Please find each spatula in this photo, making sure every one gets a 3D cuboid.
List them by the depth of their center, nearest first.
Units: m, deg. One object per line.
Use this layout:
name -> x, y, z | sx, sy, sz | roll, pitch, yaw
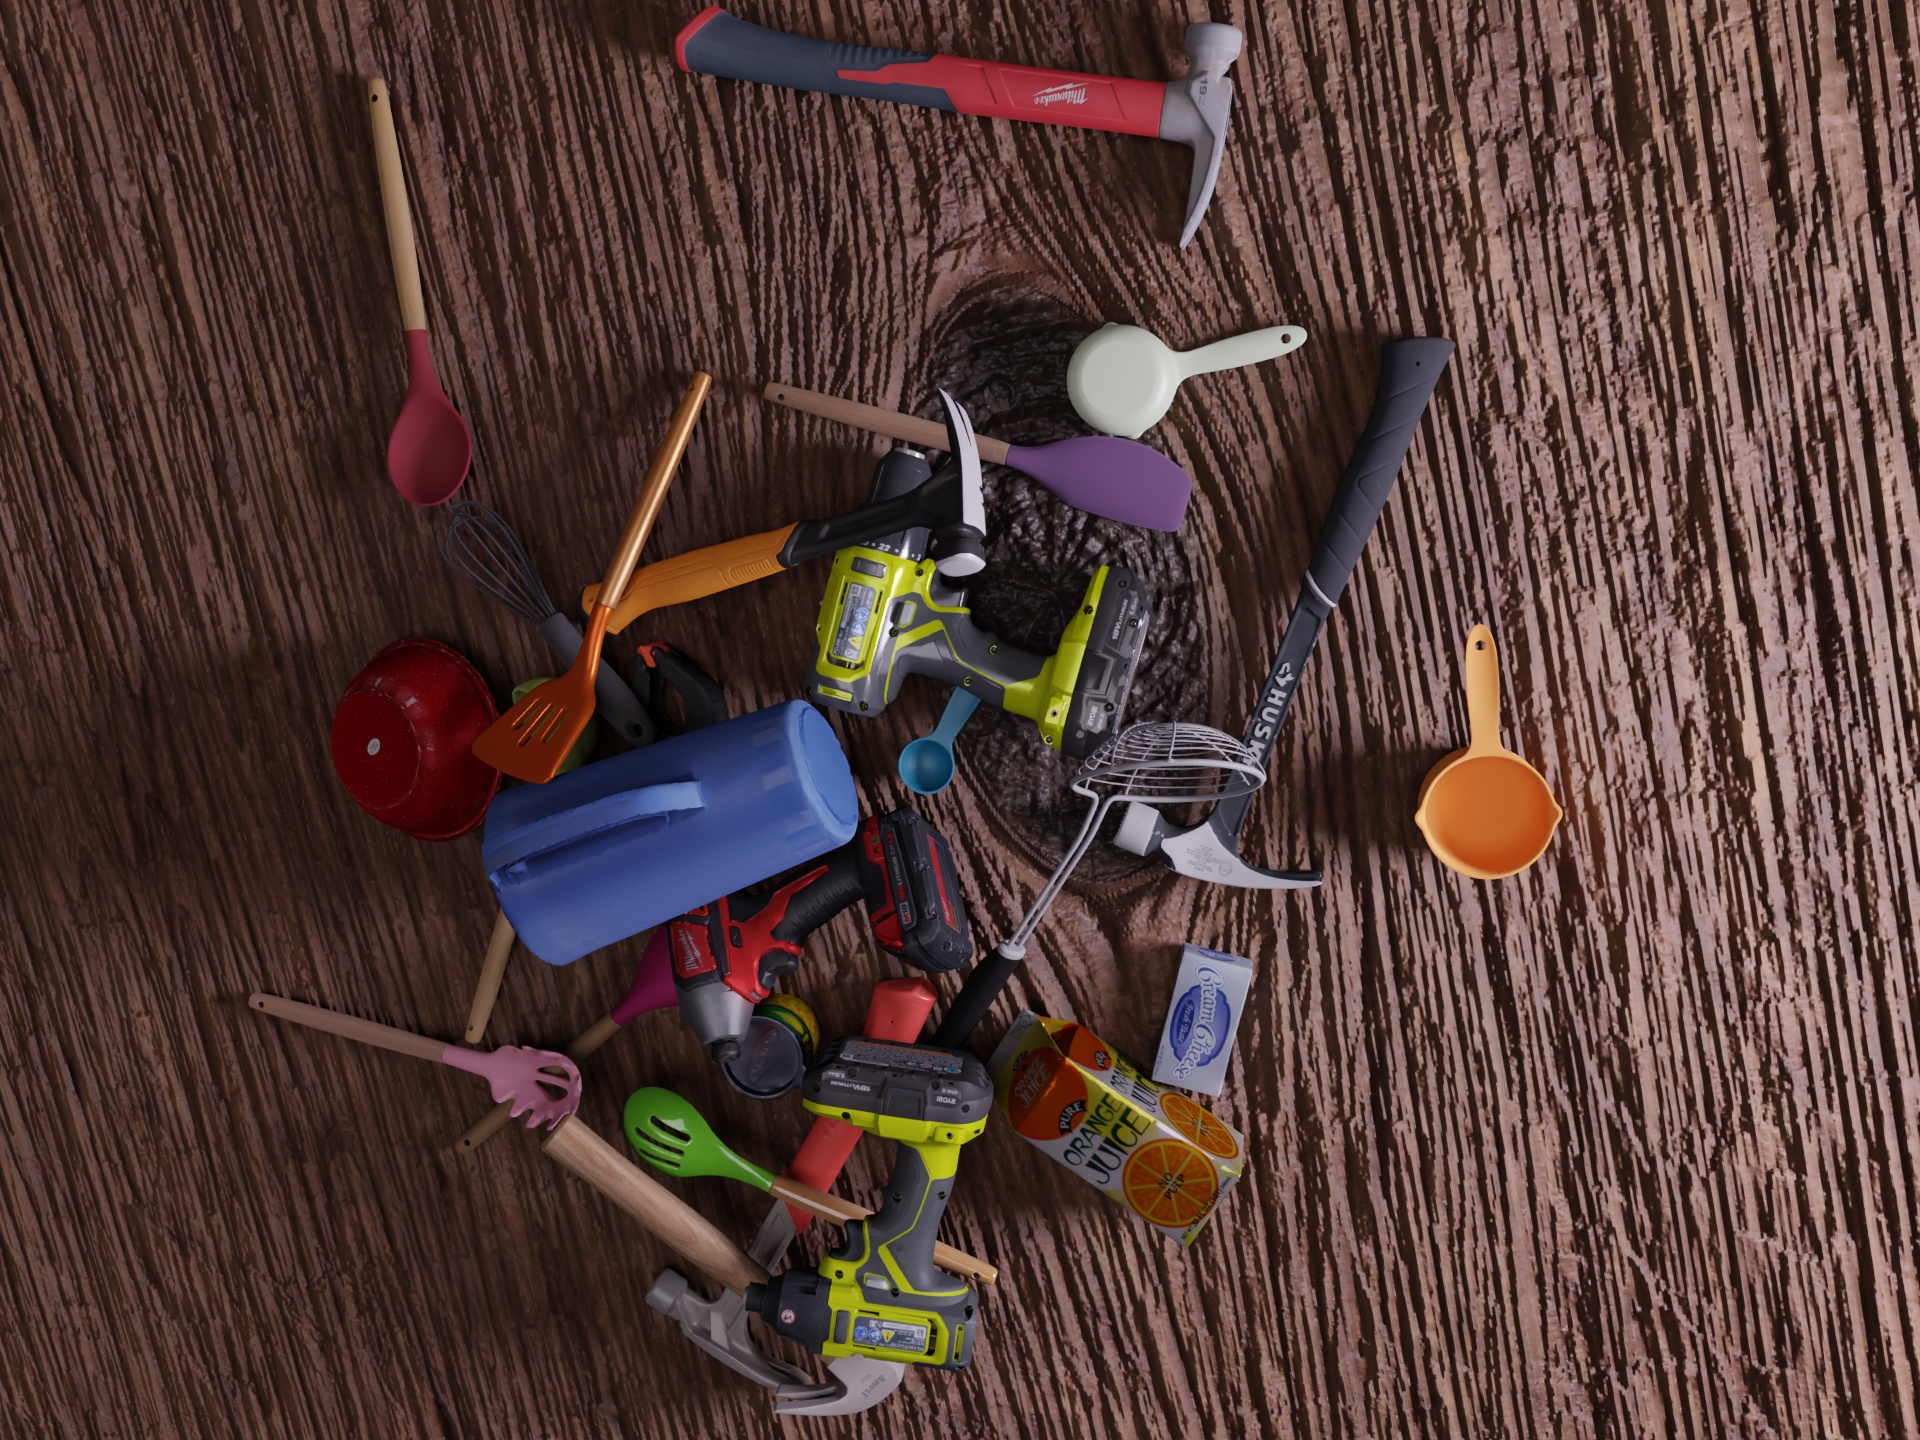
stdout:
spatula -> 0.010, -0.198, 1.135 | 0.316, 0.018, 0.059 | 16, 118, 8
spatula -> -0.253, -0.108, 1.149 | 0.081, 0.041, 0.322 | 20, 86, 29

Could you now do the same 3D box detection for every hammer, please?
hammer -> -0.011, -0.423, 1.094 | 0.386, 0.038, 0.143 | 11, 103, 9
hammer -> 0.247, -0.071, 1.105 | 0.149, 0.036, 0.409 | 22, 102, 5
hammer -> -0.136, -0.127, 1.130 | 0.337, 0.034, 0.127 | -14, 70, 27
hammer -> -0.182, 0.415, 1.216 | 0.331, 0.031, 0.130 | 40, 100, -7
hammer -> -0.107, 0.357, 1.240 | 0.149, 0.037, 0.359 | 31, 104, 4

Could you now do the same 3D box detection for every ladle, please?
ladle -> -0.415, -0.319, 1.193 | 0.069, 0.031, 0.315 | -6, 96, 9
ladle -> -0.349, 0.115, 1.237 | 0.078, 0.062, 0.320 | 30, 108, 31

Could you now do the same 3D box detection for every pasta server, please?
pasta server -> -0.440, 0.262, 1.275 | 0.316, 0.040, 0.060 | 12, 91, 14

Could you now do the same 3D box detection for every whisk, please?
whisk -> -0.308, -0.070, 1.189 | 0.055, 0.055, 0.239 | -43, 84, 14

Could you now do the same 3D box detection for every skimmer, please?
skimmer -> 0.076, 0.138, 1.113 | 0.363, 0.127, 0.090 | -59, 41, 27

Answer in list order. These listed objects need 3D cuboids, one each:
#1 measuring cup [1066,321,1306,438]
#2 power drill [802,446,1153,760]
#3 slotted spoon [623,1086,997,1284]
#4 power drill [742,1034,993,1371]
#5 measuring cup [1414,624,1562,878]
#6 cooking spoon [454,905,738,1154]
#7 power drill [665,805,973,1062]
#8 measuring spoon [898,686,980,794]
measuring cup -> 0.153, -0.245, 1.091 | 0.167, 0.038, 0.083 | -12, 97, 14
power drill -> 0.015, -0.079, 1.125 | 0.228, 0.080, 0.190 | 16, 92, 10
slotted spoon -> -0.118, 0.362, 1.212 | 0.314, 0.031, 0.070 | 22, 110, 5
power drill -> -0.064, 0.352, 1.158 | 0.171, 0.080, 0.223 | 7, 95, 2
measuring cup -> 0.357, 0.019, 1.091 | 0.095, 0.052, 0.173 | -3, 97, 11
cooking spoon -> -0.291, 0.252, 1.267 | 0.319, 0.017, 0.069 | -40, 89, 13
power drill -> -0.111, 0.157, 1.162 | 0.219, 0.078, 0.143 | -20, 63, 13
measuring spoon -> -0.002, -0.004, 1.175 | 0.042, 0.021, 0.128 | 31, 94, 7
